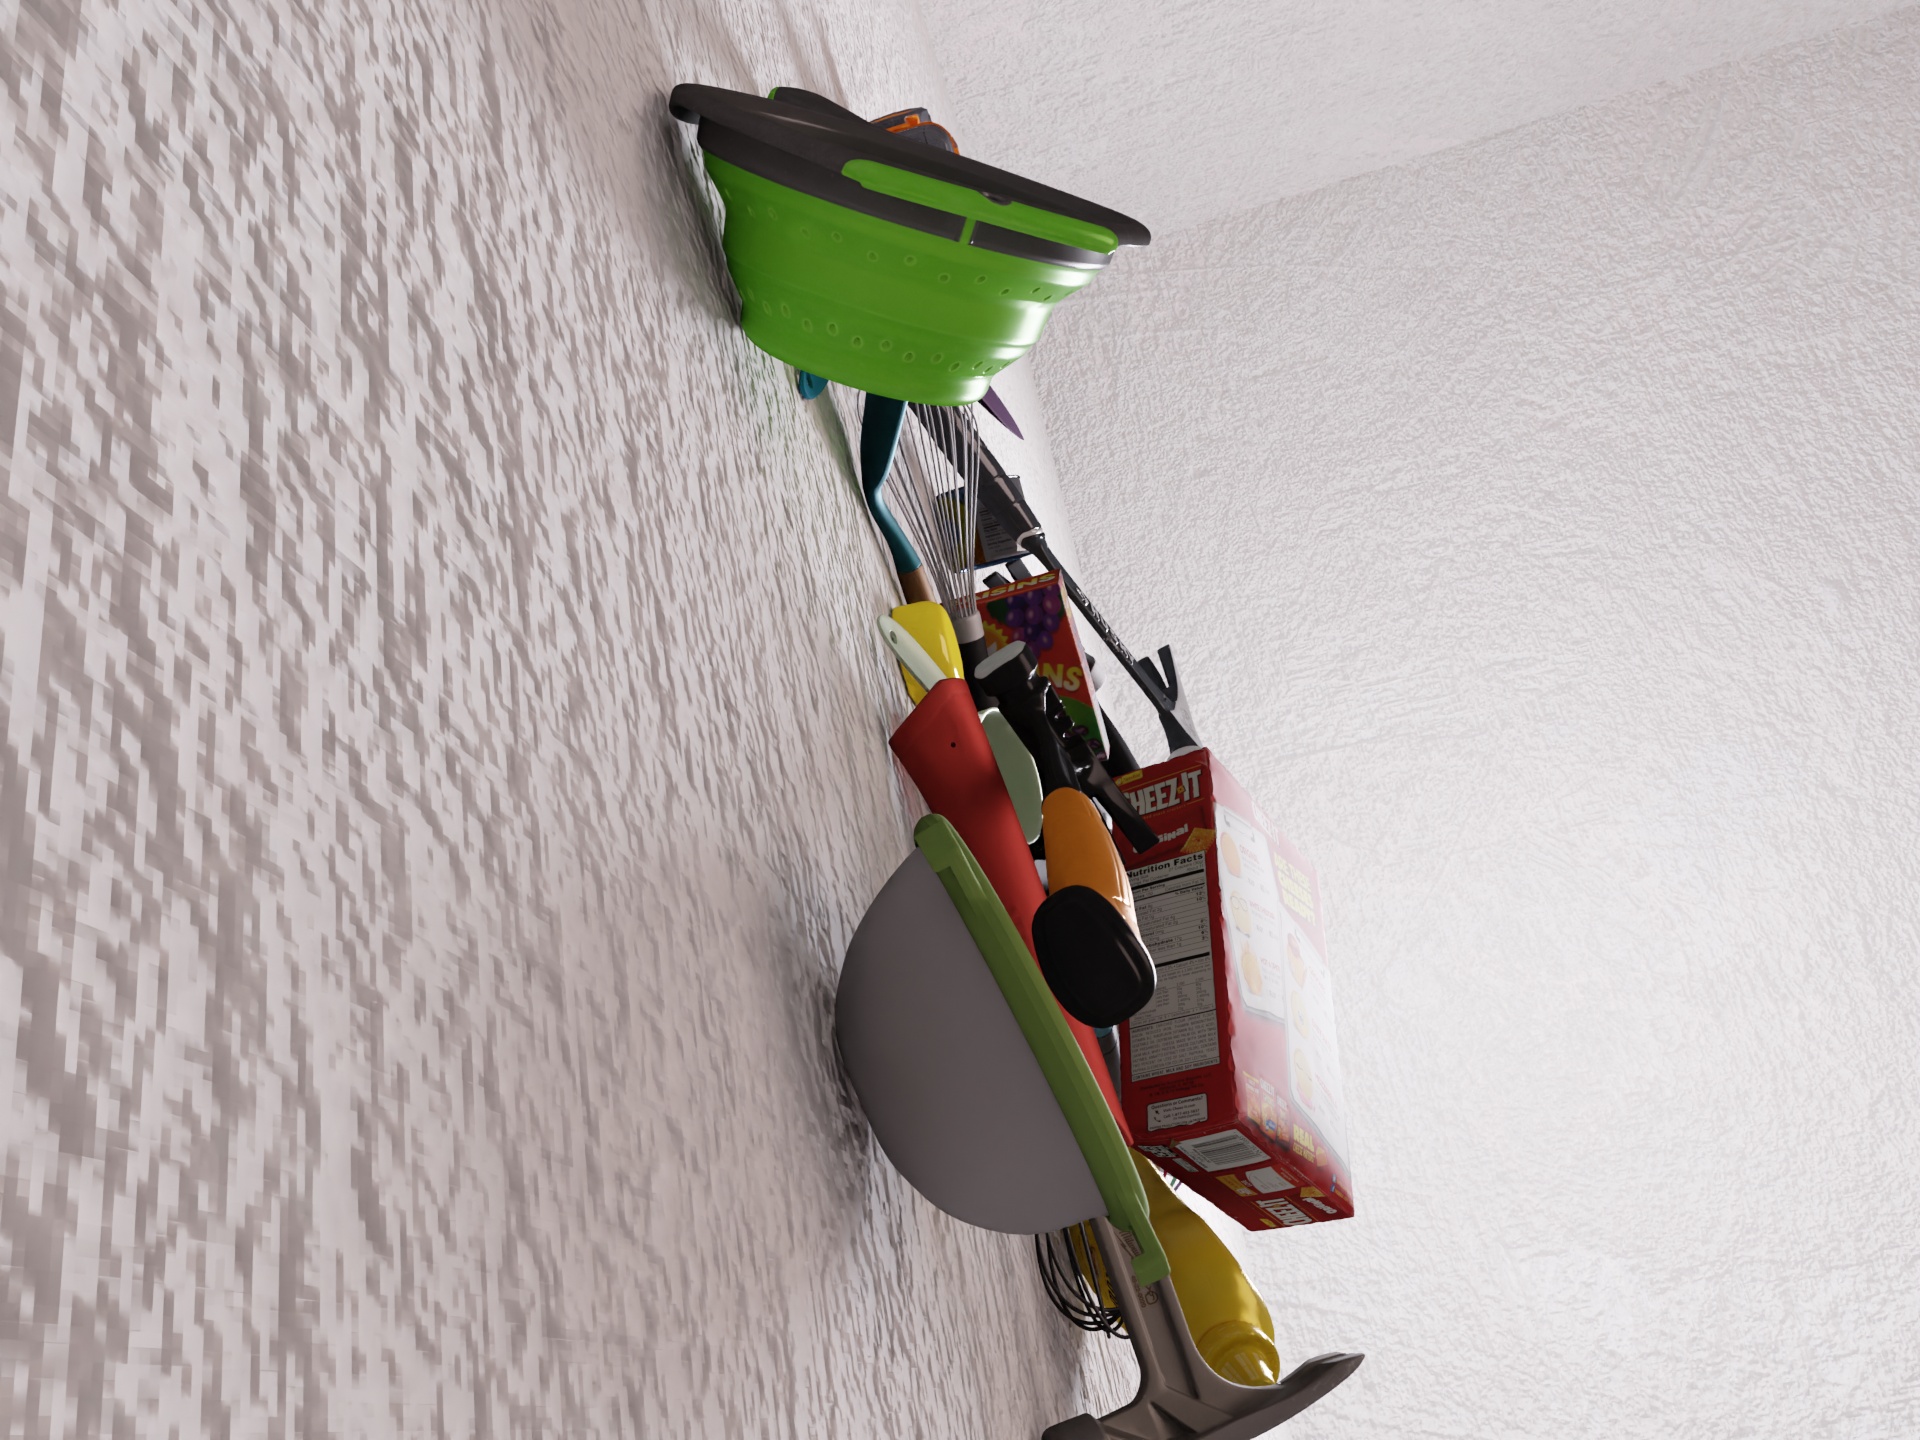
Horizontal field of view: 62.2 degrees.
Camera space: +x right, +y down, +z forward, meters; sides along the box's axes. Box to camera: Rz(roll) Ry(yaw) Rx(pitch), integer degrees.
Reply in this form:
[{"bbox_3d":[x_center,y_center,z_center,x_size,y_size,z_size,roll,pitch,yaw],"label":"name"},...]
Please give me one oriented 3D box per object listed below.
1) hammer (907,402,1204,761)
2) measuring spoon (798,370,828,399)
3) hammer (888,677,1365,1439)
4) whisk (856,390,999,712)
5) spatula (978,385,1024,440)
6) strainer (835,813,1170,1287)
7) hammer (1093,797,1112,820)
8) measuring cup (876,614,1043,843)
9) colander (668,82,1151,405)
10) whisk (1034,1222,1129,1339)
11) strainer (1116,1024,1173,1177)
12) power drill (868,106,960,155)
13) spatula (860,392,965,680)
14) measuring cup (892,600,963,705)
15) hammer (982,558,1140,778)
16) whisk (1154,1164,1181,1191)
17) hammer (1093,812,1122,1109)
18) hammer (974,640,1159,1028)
[{"bbox_3d":[0.059,-0.118,1.103,0.408,0.036,0.149,49,20,-31],"label":"hammer"},{"bbox_3d":[-0.075,-0.195,0.824,0.129,0.021,0.042,-77,153,-54],"label":"measuring spoon"},{"bbox_3d":[0.054,0.148,0.727,0.036,0.149,0.359,130,-56,-65],"label":"hammer"},{"bbox_3d":[-0.006,-0.088,0.969,0.070,0.070,0.284,-83,162,-69],"label":"whisk"},{"bbox_3d":[-0.026,-0.244,0.988,0.060,0.018,0.315,60,14,25],"label":"spatula"},{"bbox_3d":[-0.008,0.113,0.577,0.151,0.069,0.256,63,-7,-1],"label":"strainer"},{"bbox_3d":[0.133,0.113,1.150,0.405,0.035,0.144,55,9,5],"label":"hammer"},{"bbox_3d":[-0.011,0.006,0.831,0.167,0.038,0.083,51,31,-37],"label":"measuring cup"},{"bbox_3d":[-0.052,-0.229,0.744,0.397,0.204,0.094,-121,-135,-59],"label":"colander"},{"bbox_3d":[0.047,0.197,0.817,0.055,0.055,0.239,62,11,-58],"label":"whisk"},{"bbox_3d":[0.114,0.227,1.136,0.340,0.095,0.211,40,25,-39],"label":"strainer"},{"bbox_3d":[-0.031,-0.390,1.248,0.227,0.084,0.164,-95,169,-67],"label":"power drill"},{"bbox_3d":[-0.011,-0.070,0.910,0.082,0.044,0.317,-119,-171,-56],"label":"spatula"},{"bbox_3d":[-0.001,-0.003,0.900,0.062,0.029,0.156,-95,166,-49],"label":"measuring cup"},{"bbox_3d":[0.094,-0.005,1.156,0.146,0.035,0.335,50,10,-29],"label":"hammer"},{"bbox_3d":[0.114,0.290,0.971,0.051,0.047,0.244,42,-33,35],"label":"whisk"},{"bbox_3d":[0.082,0.187,0.942,0.128,0.033,0.330,-82,167,-49],"label":"hammer"},{"bbox_3d":[0.050,0.051,0.645,0.127,0.034,0.337,56,7,-9],"label":"hammer"}]
